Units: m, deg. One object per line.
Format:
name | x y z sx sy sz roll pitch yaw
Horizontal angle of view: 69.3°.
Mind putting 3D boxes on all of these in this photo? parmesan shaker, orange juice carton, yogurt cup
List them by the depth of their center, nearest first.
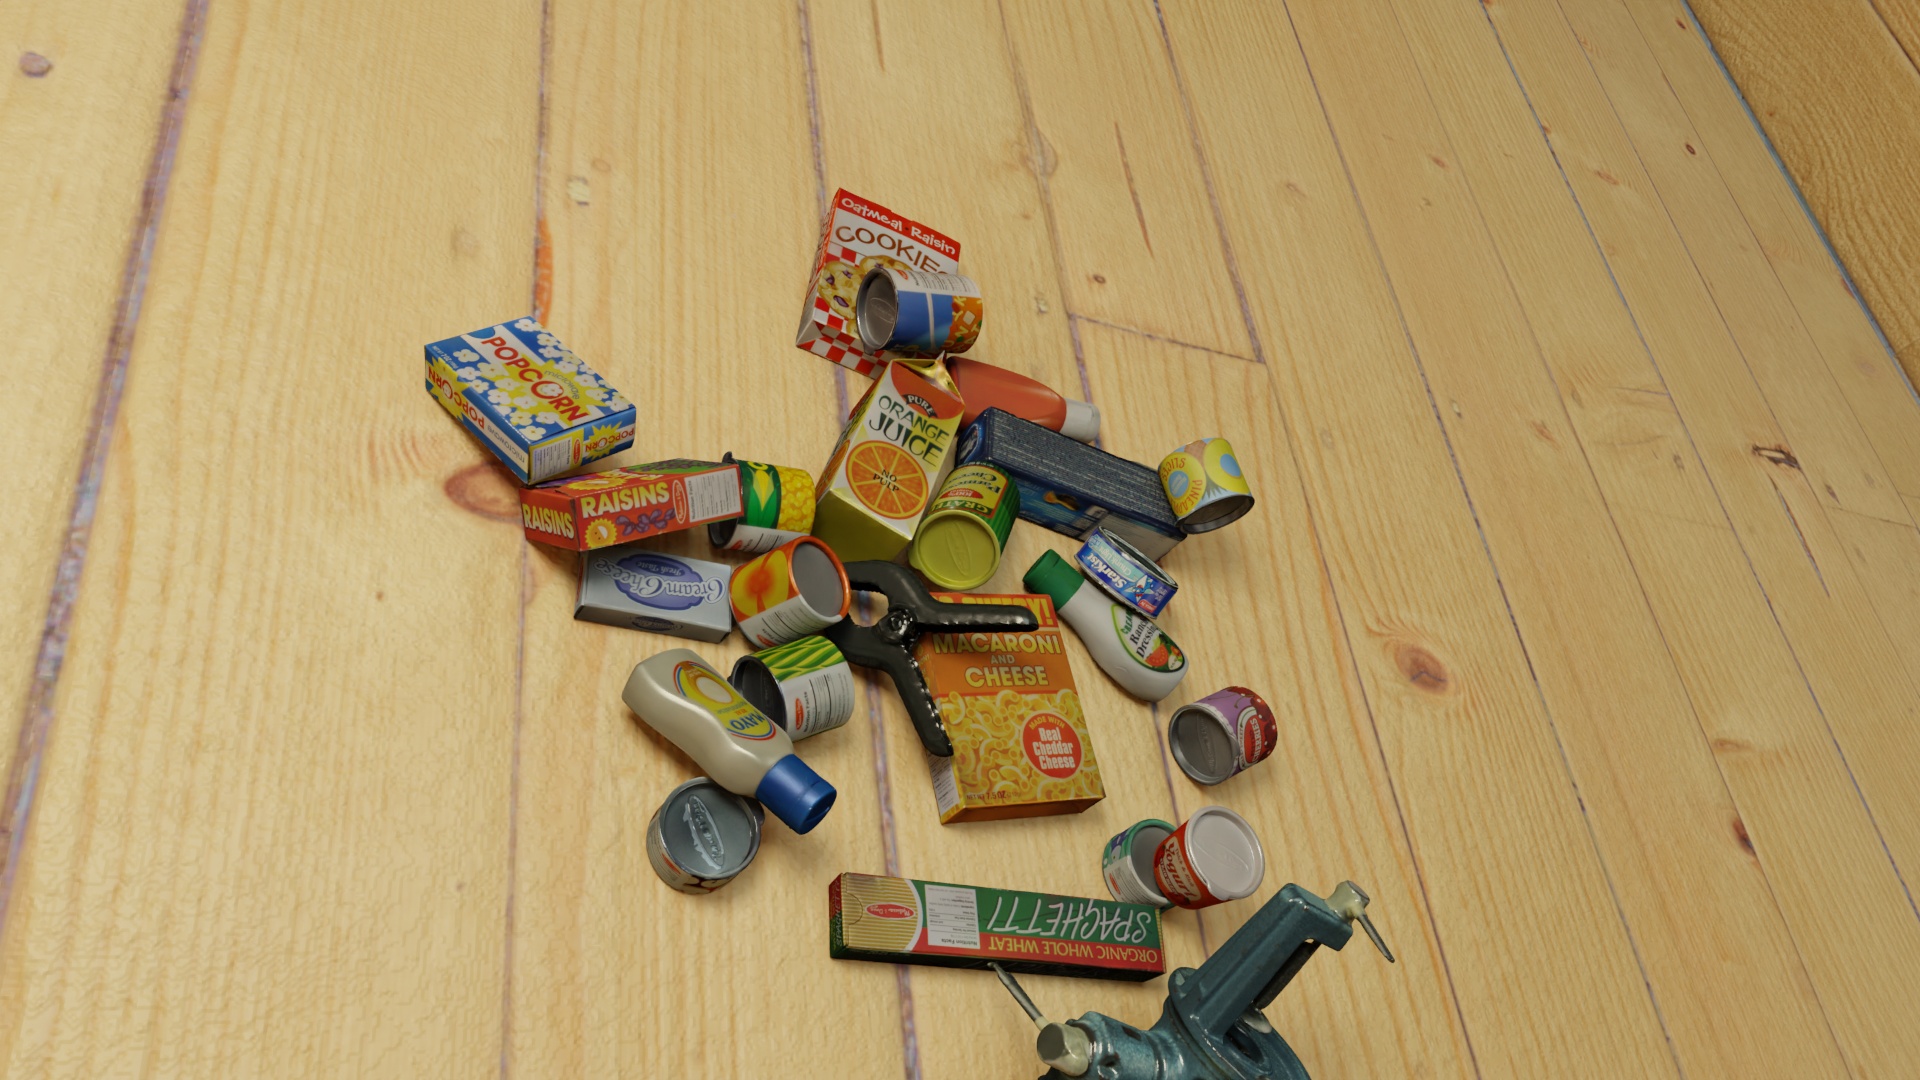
yogurt cup | 0.175 0.230 0.995 0.072 0.053 0.073 16 53 -23
parmesan shaker | 0.004 -0.013 1.073 0.071 0.071 0.103 37 27 -6
orange juice carton | -0.056 -0.069 1.087 0.073 0.071 0.194 31 48 -12

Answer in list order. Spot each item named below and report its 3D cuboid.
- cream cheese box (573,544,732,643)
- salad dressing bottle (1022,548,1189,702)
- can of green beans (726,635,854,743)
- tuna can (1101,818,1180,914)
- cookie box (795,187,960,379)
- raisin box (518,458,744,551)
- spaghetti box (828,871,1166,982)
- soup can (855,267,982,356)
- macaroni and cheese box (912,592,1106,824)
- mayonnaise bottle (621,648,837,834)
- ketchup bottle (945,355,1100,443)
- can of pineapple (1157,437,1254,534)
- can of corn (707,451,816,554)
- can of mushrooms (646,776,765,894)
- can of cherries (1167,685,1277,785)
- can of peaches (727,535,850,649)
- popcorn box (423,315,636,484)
cream cheese box | -0.208 0.035 0.949 0.104 0.024 0.053 13 54 -25
salad dressing bottle | 0.116 0.068 1.122 0.147 0.043 0.064 41 41 -2
can of green beans | -0.113 0.102 0.936 0.058 0.071 0.071 -15 69 -40
tuna can | 0.142 0.241 1.028 0.071 0.032 0.071 16 53 -23
cookie box | -0.067 -0.216 1.201 0.123 0.040 0.168 21 51 -19
raisin box | -0.222 -0.027 0.938 0.124 0.086 0.040 -15 106 -38
spaghetti box | 0.029 0.265 0.942 0.250 0.028 0.050 13 54 -25
soup can | -0.034 -0.184 1.132 0.084 0.071 0.071 -2 61 -34
macaroni and cheese box | 0.028 0.122 1.031 0.124 0.040 0.167 3 59 -31
mayonnaise bottle | -0.144 0.127 0.883 0.148 0.041 0.065 36 21 18
ketchup bottle | 0.052 -0.116 1.207 0.149 0.043 0.065 11 55 -27
can of pineapple | 0.203 -0.046 1.160 0.071 0.070 0.058 -2 62 -34
can of corn | -0.144 -0.026 1.003 0.058 0.071 0.071 8 56 -30
can of mushrooms | -0.159 0.185 0.872 0.071 0.033 0.071 17 52 -22
can of cherries | 0.211 0.155 1.106 0.058 0.071 0.071 -15 69 -40
can of peaches | -0.119 0.034 0.969 0.071 0.058 0.071 38 39 -39
popcorn box | -0.294 -0.098 0.948 0.127 0.038 0.085 39 44 24
